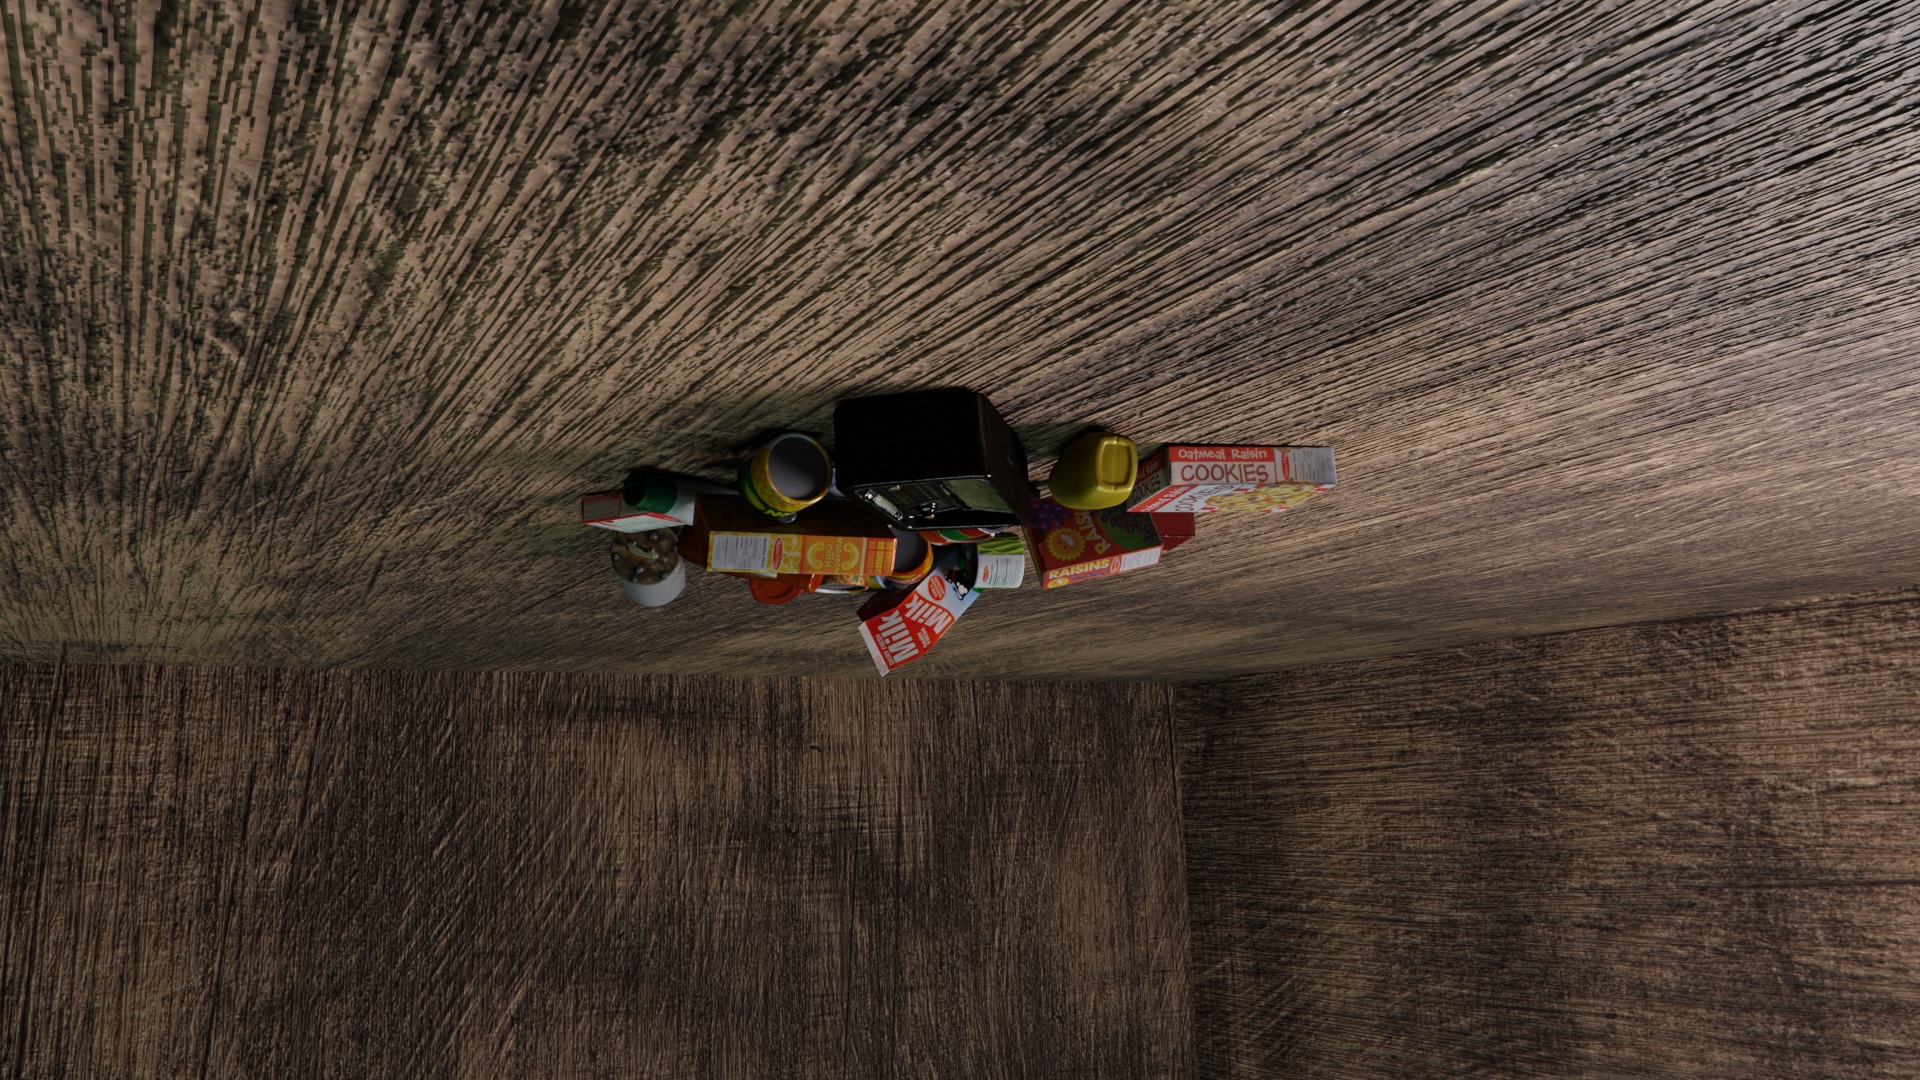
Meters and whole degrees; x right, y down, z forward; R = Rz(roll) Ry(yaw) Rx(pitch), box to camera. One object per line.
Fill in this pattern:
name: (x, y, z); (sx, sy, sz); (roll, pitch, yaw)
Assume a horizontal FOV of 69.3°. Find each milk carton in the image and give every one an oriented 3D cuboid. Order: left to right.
milk carton: (-0.057, 0.083, 1.685); (0.073, 0.072, 0.191); (-10, -157, 39)

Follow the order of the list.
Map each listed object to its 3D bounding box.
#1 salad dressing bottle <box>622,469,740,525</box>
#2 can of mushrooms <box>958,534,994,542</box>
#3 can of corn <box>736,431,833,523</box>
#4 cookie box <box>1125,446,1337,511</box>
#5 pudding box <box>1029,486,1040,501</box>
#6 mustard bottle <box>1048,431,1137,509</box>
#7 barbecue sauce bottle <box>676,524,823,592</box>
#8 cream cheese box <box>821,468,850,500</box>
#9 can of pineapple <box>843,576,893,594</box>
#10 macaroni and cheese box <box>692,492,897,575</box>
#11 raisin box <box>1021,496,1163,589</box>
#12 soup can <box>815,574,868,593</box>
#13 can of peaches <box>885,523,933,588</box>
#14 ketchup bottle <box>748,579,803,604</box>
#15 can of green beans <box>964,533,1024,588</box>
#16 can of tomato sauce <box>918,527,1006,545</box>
salad dressing bottle: (-0.260, -0.037, 1.347); (0.064, 0.044, 0.148); (-7, 167, 34)
can of mushrooms: (0.005, -0.019, 1.517); (0.071, 0.033, 0.071); (-2, 169, 0)
can of corn: (-0.150, -0.054, 1.198); (0.071, 0.071, 0.058); (5, 167, -31)
cookie box: (0.255, -0.058, 1.333); (0.168, 0.040, 0.122); (-1, 169, -13)
pudding box: (0.037, -0.036, 1.437); (0.050, 0.030, 0.083); (8, 166, -44)
mustard bottle: (0.113, -0.058, 1.255); (0.049, 0.065, 0.160); (6, 174, -13)
barbecue sauce bottle: (-0.213, 0.012, 1.430); (0.148, 0.065, 0.043); (20, 155, 12)
cream cheese box: (-0.146, -0.056, 1.317); (0.053, 0.024, 0.104); (-7, 168, 31)
can of pineapple: (-0.115, 0.029, 1.668); (0.058, 0.071, 0.071); (-7, 168, 21)
macaroni and cheese box: (-0.154, -0.006, 1.266); (0.167, 0.040, 0.124); (3, -163, -17)
raisin box: (0.129, -0.007, 1.384); (0.123, 0.086, 0.040); (-12, 149, -8)
soup can: (-0.132, 0.011, 1.518); (0.071, 0.084, 0.071); (-2, 169, 0)
can of peaches: (-0.066, 0.016, 1.589); (0.071, 0.071, 0.058); (-2, 168, 1)
ketchup bottle: (-0.184, 0.030, 1.579); (0.064, 0.043, 0.149); (-10, -168, 18)
can of green beans: (0.040, 0.025, 1.669); (0.058, 0.071, 0.071); (0, 169, -14)
can of tomato sauce: (0.000, -0.034, 1.348); (0.071, 0.071, 0.083); (7, 167, -38)
